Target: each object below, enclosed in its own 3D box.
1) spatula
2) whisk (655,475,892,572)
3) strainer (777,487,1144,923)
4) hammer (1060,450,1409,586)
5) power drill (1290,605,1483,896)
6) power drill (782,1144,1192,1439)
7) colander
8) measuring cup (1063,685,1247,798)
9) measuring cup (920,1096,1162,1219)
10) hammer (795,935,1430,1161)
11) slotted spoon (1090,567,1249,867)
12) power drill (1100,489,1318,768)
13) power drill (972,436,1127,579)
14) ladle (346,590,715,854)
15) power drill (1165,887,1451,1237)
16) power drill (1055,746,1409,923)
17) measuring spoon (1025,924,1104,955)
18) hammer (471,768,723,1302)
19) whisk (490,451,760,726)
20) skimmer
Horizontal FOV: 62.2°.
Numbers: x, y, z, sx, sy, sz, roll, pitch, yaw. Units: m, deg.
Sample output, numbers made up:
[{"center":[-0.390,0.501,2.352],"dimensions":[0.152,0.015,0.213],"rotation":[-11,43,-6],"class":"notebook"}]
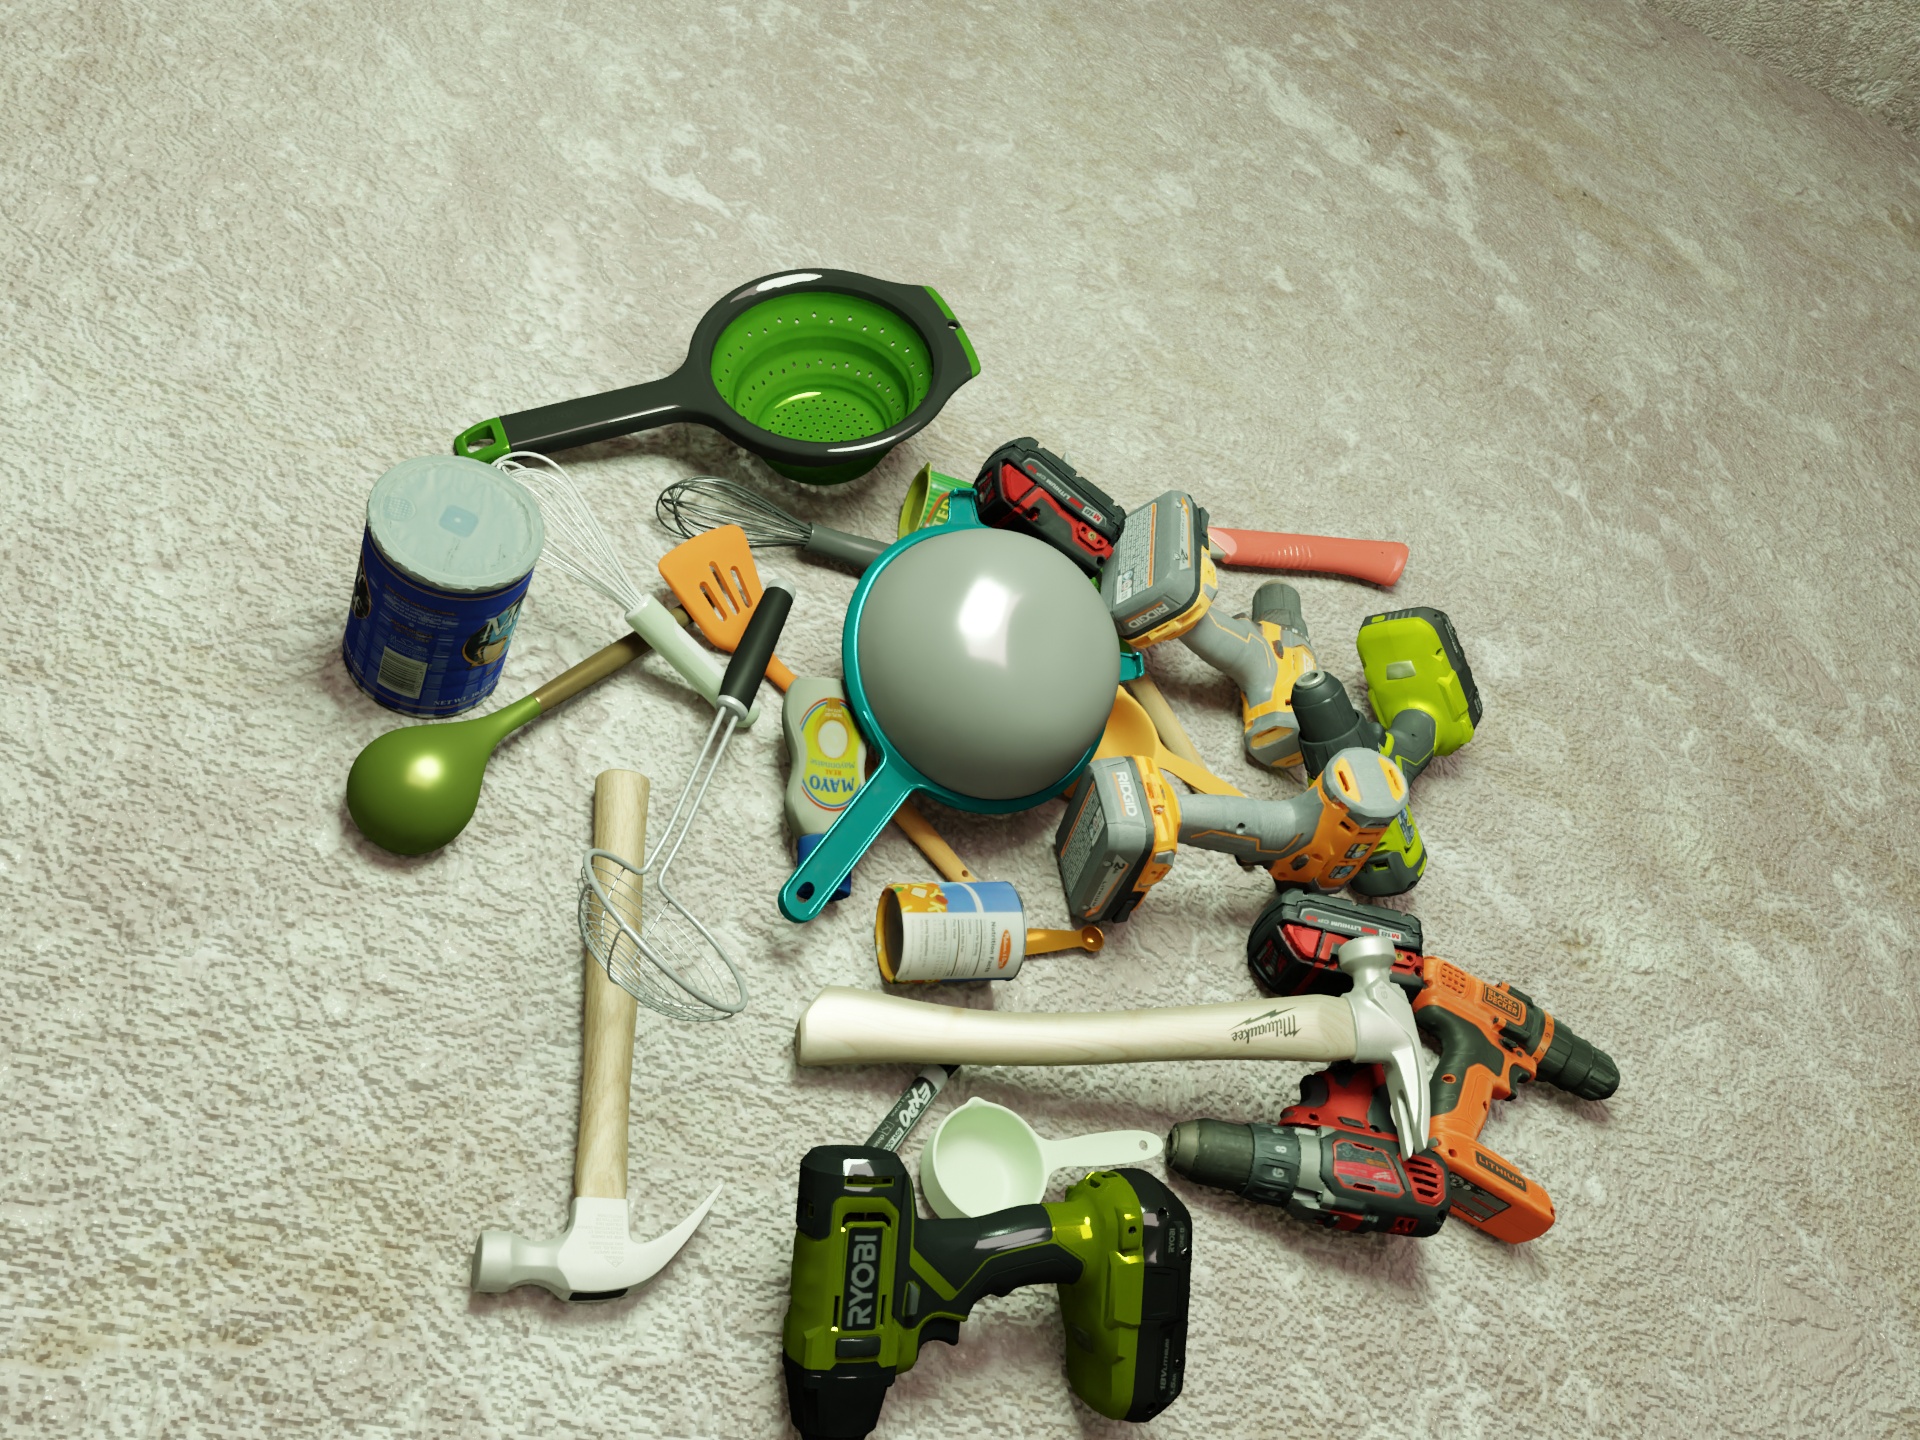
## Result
[{"center":[-0.092,-0.003,1.127],"dimensions":[0.323,0.041,0.081],"rotation":[48,49,10],"class":"spatula"},{"center":[-0.117,-0.137,1.214],"dimensions":[0.238,0.055,0.055],"rotation":[15,51,-24],"class":"whisk"},{"center":[-0.002,-0.003,1.051],"dimensions":[0.211,0.095,0.340],"rotation":[44,60,-11],"class":"strainer"},{"center":[0.253,-0.163,1.434],"dimensions":[0.359,0.036,0.149],"rotation":[1,56,-27],"class":"hammer"},{"center":[0.340,0.004,1.284],"dimensions":[0.228,0.080,0.190],"rotation":[-48,119,-45],"class":"power drill"},{"center":[0.012,0.329,0.892],"dimensions":[0.223,0.080,0.171],"rotation":[7,84,-22],"class":"power drill"},{"center":[-0.184,-0.230,1.228],"dimensions":[0.397,0.094,0.205],"rotation":[-17,59,-17],"class":"colander"},{"center":[0.137,0.039,1.211],"dimensions":[0.173,0.052,0.095],"rotation":[28,48,-10],"class":"measuring cup"},{"center":[0.051,0.278,0.997],"dimensions":[0.167,0.038,0.083],"rotation":[2,56,-29],"class":"measuring cup"},{"center":[0.101,0.211,1.015],"dimensions":[0.410,0.038,0.146],"rotation":[2,59,-12],"class":"hammer"},{"center":[0.153,-0.020,1.272],"dimensions":[0.070,0.031,0.314],"rotation":[-30,74,3],"class":"slotted spoon"},{"center":[0.214,-0.089,1.294],"dimensions":[0.226,0.084,0.186],"rotation":[38,41,-30],"class":"power drill"},{"center":[0.018,-0.096,1.189],"dimensions":[0.143,0.078,0.220],"rotation":[35,70,-11],"class":"power drill"},{"center":[-0.267,-0.013,1.050],"dimensions":[0.078,0.062,0.320],"rotation":[42,41,6],"class":"ladle"},{"center":[0.238,0.235,1.099],"dimensions":[0.188,0.080,0.227],"rotation":[12,54,-4],"class":"power drill"},{"center":[0.189,0.090,1.146],"dimensions":[0.226,0.164,0.084],"rotation":[-1,53,-15],"class":"power drill"},{"center":[0.047,0.155,1.106],"dimensions":[0.117,0.011,0.021],"rotation":[0,62,-24],"class":"measuring spoon"},{"center":[-0.205,0.173,0.942],"dimensions":[0.130,0.031,0.332],"rotation":[11,52,-21],"class":"hammer"},{"center":[-0.222,-0.082,1.066],"dimensions":[0.246,0.059,0.058],"rotation":[47,12,-22],"class":"whisk"},{"center":[-0.143,0.028,0.999],"dimensions":[0.127,0.090,0.364],"rotation":[44,42,-28],"class":"skimmer"}]
